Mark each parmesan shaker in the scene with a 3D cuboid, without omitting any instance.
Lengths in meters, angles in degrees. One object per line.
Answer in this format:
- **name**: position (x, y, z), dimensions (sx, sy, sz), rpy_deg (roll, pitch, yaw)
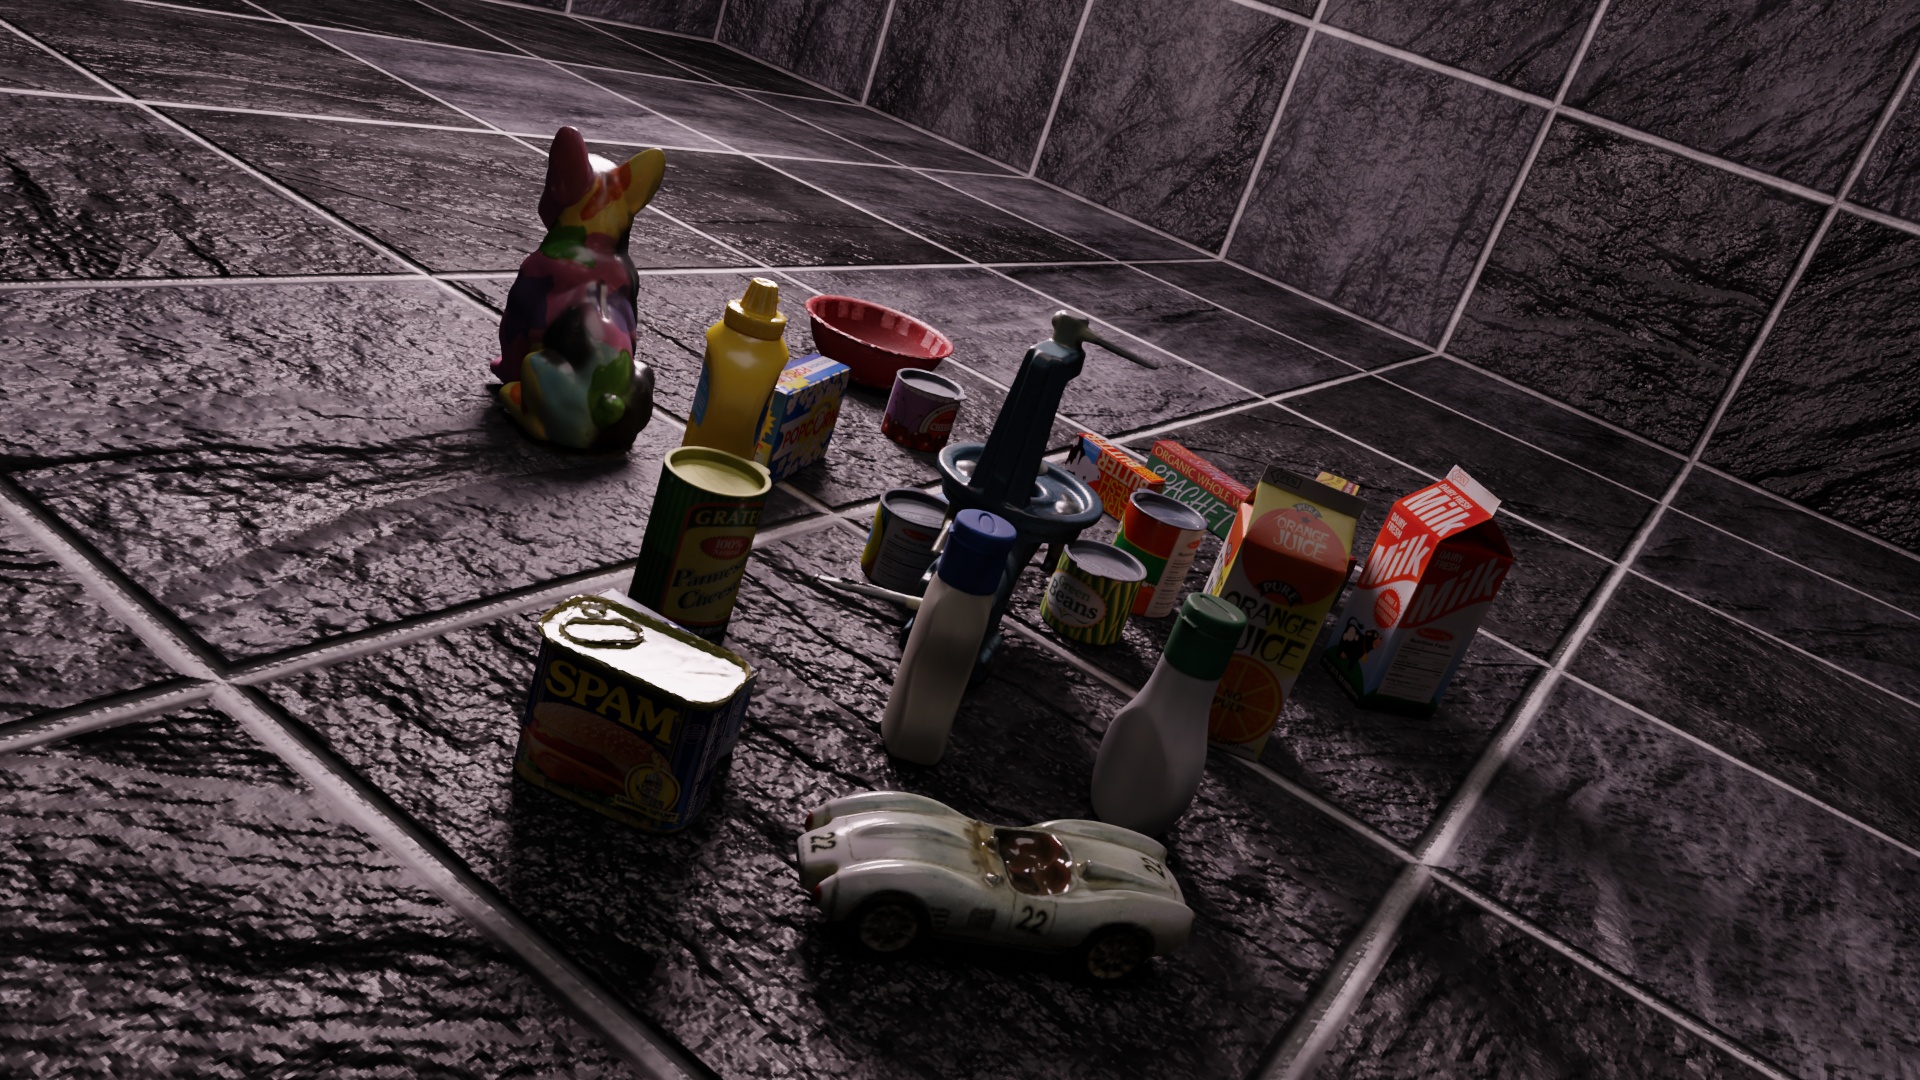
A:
- **parmesan shaker**: position (-0.161, 0.002, 0.863), dimensions (0.071, 0.102, 0.071), rpy_deg (17, 22, -7)

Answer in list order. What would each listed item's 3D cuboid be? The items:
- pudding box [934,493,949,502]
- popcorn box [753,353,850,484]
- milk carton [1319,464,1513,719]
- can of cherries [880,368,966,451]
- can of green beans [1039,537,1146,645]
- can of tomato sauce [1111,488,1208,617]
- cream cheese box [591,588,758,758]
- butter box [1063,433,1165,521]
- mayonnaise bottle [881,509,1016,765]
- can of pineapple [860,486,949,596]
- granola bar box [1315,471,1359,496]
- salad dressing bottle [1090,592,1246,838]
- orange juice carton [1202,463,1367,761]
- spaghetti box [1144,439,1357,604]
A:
- **pudding box**: position (0.004, -0.014, 1.104), dimensions (0.030, 0.049, 0.084), rpy_deg (30, 24, 25)
- **popcorn box**: position (-0.140, -0.100, 1.138), dimensions (0.038, 0.085, 0.127), rpy_deg (24, 23, 11)
- **milk carton**: position (0.364, 0.039, 1.090), dimensions (0.073, 0.189, 0.072), rpy_deg (12, 23, -18)
- **can of cherries**: position (-0.034, -0.122, 1.311), dimensions (0.071, 0.058, 0.072), rpy_deg (17, 22, -7)
- **can of green beans**: position (0.100, 0.038, 1.050), dimensions (0.071, 0.057, 0.071), rpy_deg (17, 22, -7)
- **can of tomato sauce**: position (0.153, 0.010, 1.126), dimensions (0.071, 0.082, 0.071), rpy_deg (17, 22, -7)
- **cream cheese box**: position (-0.164, 0.073, 0.761), dimensions (0.104, 0.053, 0.024), rpy_deg (27, 23, 17)
- **butter box**: position (0.143, -0.056, 1.310), dimensions (0.024, 0.053, 0.104), rpy_deg (-4, 32, -45)
- **mayonnaise bottle**: position (-0.007, 0.055, 0.807), dimensions (0.041, 0.147, 0.065), rpy_deg (16, 22, -9)
- **can of pineapple**: position (-0.035, 0.001, 1.028), dimensions (0.071, 0.057, 0.071), rpy_deg (17, 22, -7)
- **granola bar box**: position (0.281, 0.021, 1.152), dimensions (0.039, 0.123, 0.166), rpy_deg (25, 23, 14)
- **salad dressing bottle**: position (0.121, 0.102, 0.804), dimensions (0.044, 0.147, 0.064), rpy_deg (1, 29, -39)
- **orange juice carton**: position (0.205, 0.045, 0.945), dimensions (0.072, 0.191, 0.073), rpy_deg (20, 22, 2)
- **spaghetti box**: position (0.270, -0.022, 1.339), dimensions (0.029, 0.050, 0.251), rpy_deg (-2, 30, -42)
